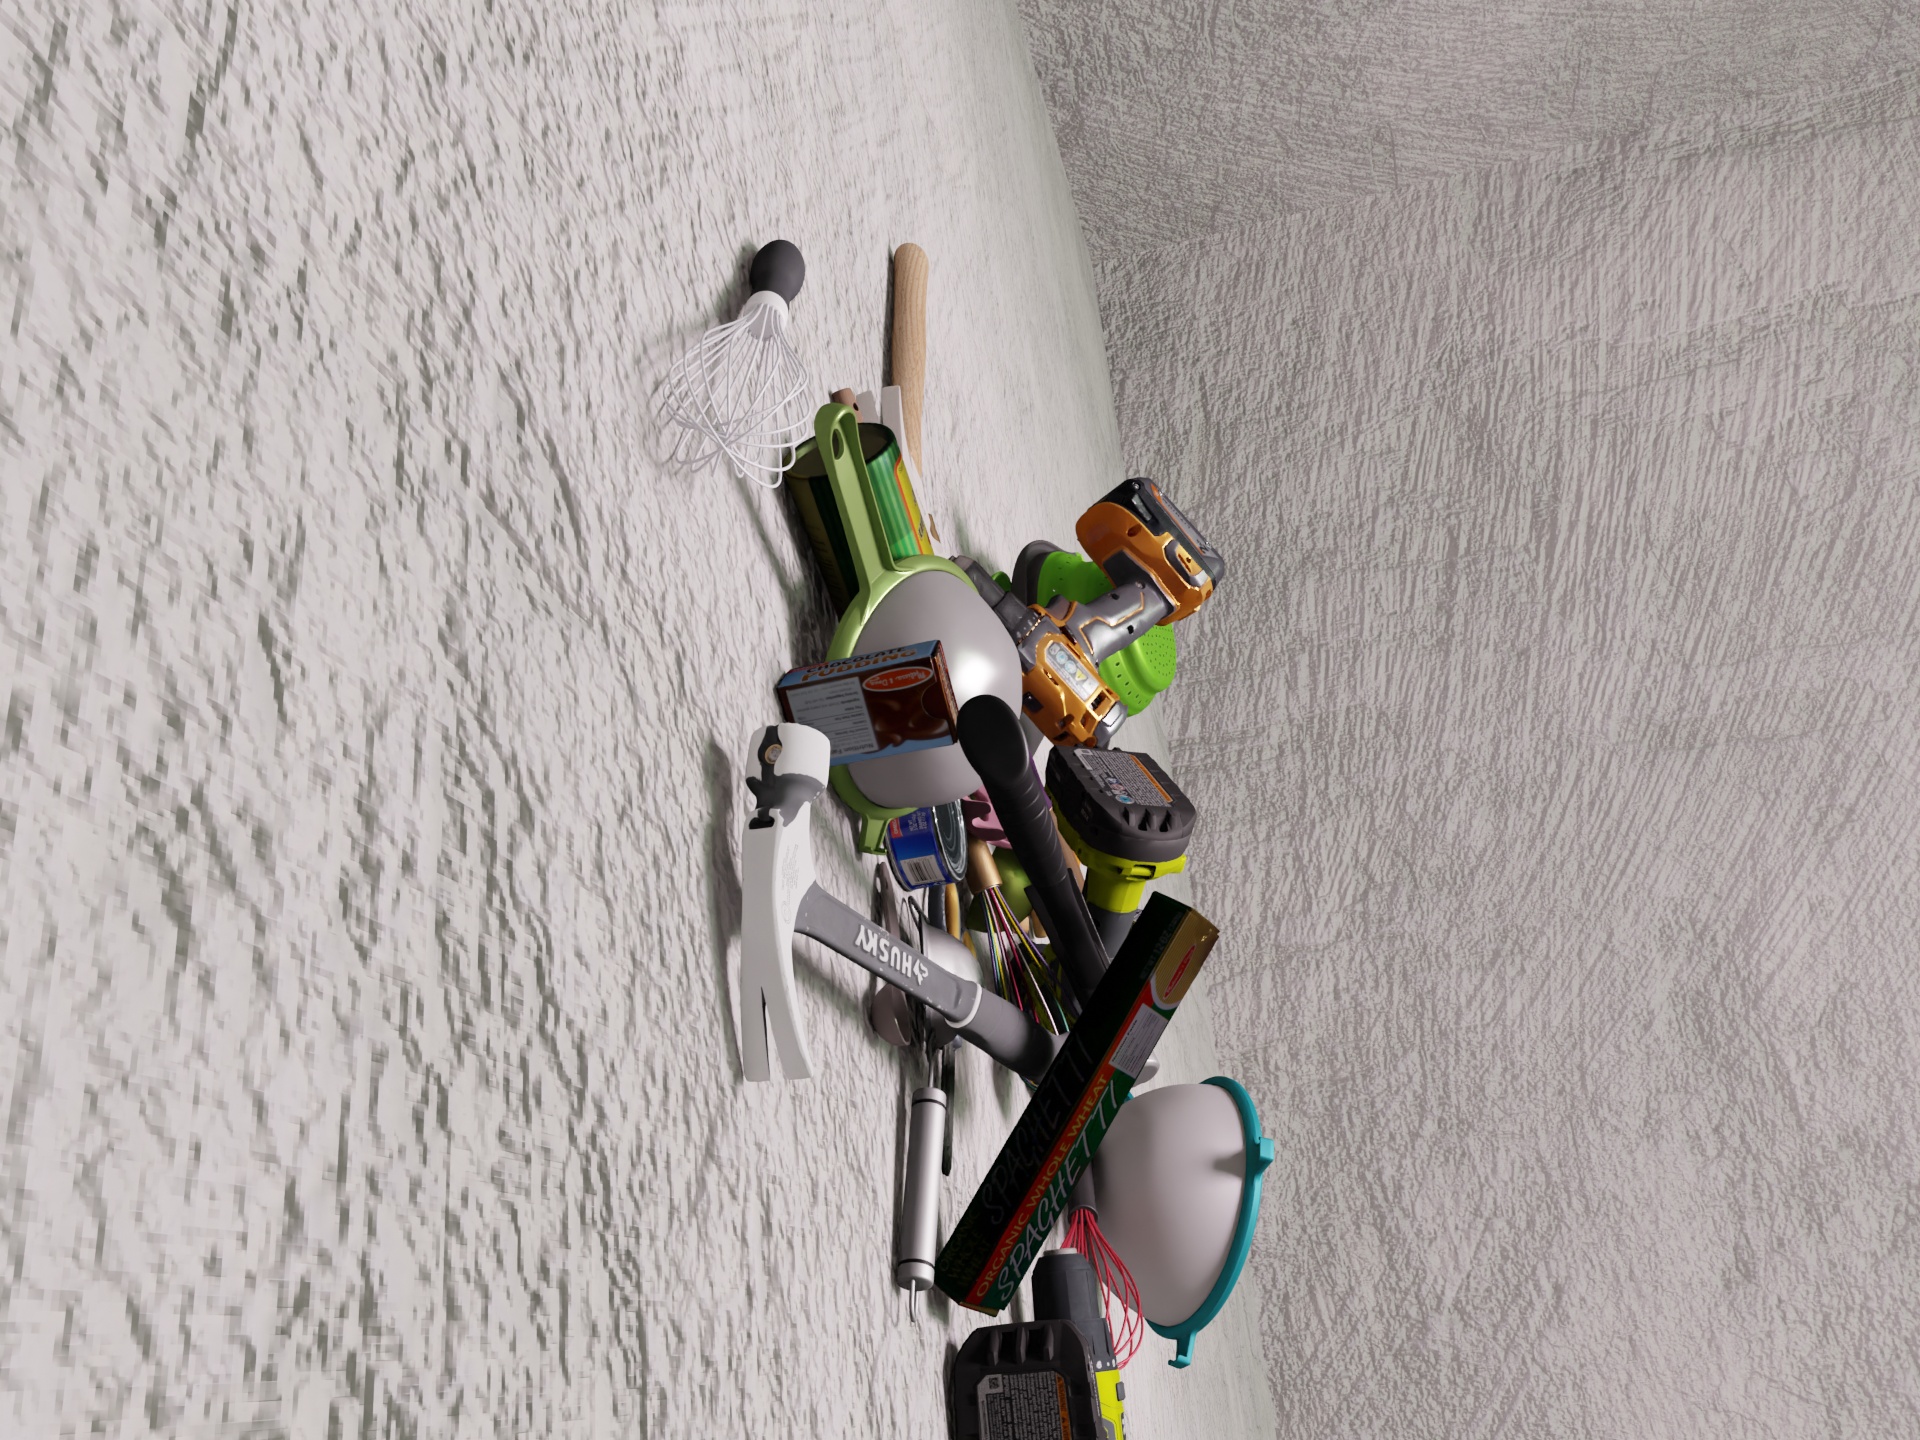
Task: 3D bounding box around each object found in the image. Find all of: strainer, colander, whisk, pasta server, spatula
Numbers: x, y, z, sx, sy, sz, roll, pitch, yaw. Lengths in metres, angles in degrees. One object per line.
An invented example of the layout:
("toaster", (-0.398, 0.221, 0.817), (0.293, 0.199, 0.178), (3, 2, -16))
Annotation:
("strainer", (0.142, 0.369, 1.347), (0.340, 0.095, 0.211), (-136, -114, -75))
("colander", (0.105, -0.033, 1.342), (0.204, 0.094, 0.397), (66, 28, -20))
("strainer", (-0.017, -0.052, 0.840), (0.151, 0.069, 0.256), (-49, 140, -34))
("strainer", (-0.015, 0.204, 0.878), (0.086, 0.050, 0.259), (88, 5, -48))
("whisk", (0.093, 0.385, 1.192), (0.296, 0.073, 0.073), (-88, 164, -69))
("pasta server", (-0.021, -0.063, 1.025), (0.060, 0.040, 0.316), (-26, 99, -61))
("whisk", (-0.100, -0.191, 0.795), (0.285, 0.070, 0.070), (-90, 165, -58))
("whisk", (0.022, 0.133, 1.046), (0.245, 0.051, 0.047), (69, -23, 14))
("spatula", (0.070, 0.082, 1.235), (0.060, 0.018, 0.315), (-101, 170, -49))

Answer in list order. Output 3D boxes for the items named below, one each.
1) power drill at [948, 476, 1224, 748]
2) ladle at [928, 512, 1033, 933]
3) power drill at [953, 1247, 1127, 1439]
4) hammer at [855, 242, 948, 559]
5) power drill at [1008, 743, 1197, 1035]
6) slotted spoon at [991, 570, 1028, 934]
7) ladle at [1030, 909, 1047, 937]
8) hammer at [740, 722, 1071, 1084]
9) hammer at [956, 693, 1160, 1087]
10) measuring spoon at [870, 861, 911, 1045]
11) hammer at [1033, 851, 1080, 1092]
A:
("power drill", (0.092, -0.102, 1.266), (0.185, 0.084, 0.226), (46, 56, -7))
("ladle", (-0.002, -0.004, 1.148), (0.078, 0.062, 0.320), (83, -7, -72))
("power drill", (0.058, 0.411, 0.942), (0.228, 0.080, 0.191), (59, 24, -67))
("hammer", (-0.040, -0.260, 1.194), (0.129, 0.031, 0.332), (68, 16, -45))
("power drill", (0.088, 0.137, 1.139), (0.171, 0.080, 0.223), (-123, -138, -62))
("slotted spoon", (0.037, 0.023, 1.320), (0.070, 0.031, 0.314), (41, 41, -62))
("ladle", (0.053, 0.033, 1.395), (0.069, 0.031, 0.316), (46, 36, -71))
("hammer", (-0.005, 0.147, 0.823), (0.408, 0.036, 0.149), (45, 42, -56))
("hammer", (0.050, 0.087, 0.904), (0.334, 0.035, 0.146), (66, 0, -54))
("measuring spoon", (-0.043, 0.127, 0.880), (0.124, 0.018, 0.034), (-98, 170, -47))
("hammer", (0.089, 0.171, 1.338), (0.127, 0.034, 0.337), (63, 24, -46))
